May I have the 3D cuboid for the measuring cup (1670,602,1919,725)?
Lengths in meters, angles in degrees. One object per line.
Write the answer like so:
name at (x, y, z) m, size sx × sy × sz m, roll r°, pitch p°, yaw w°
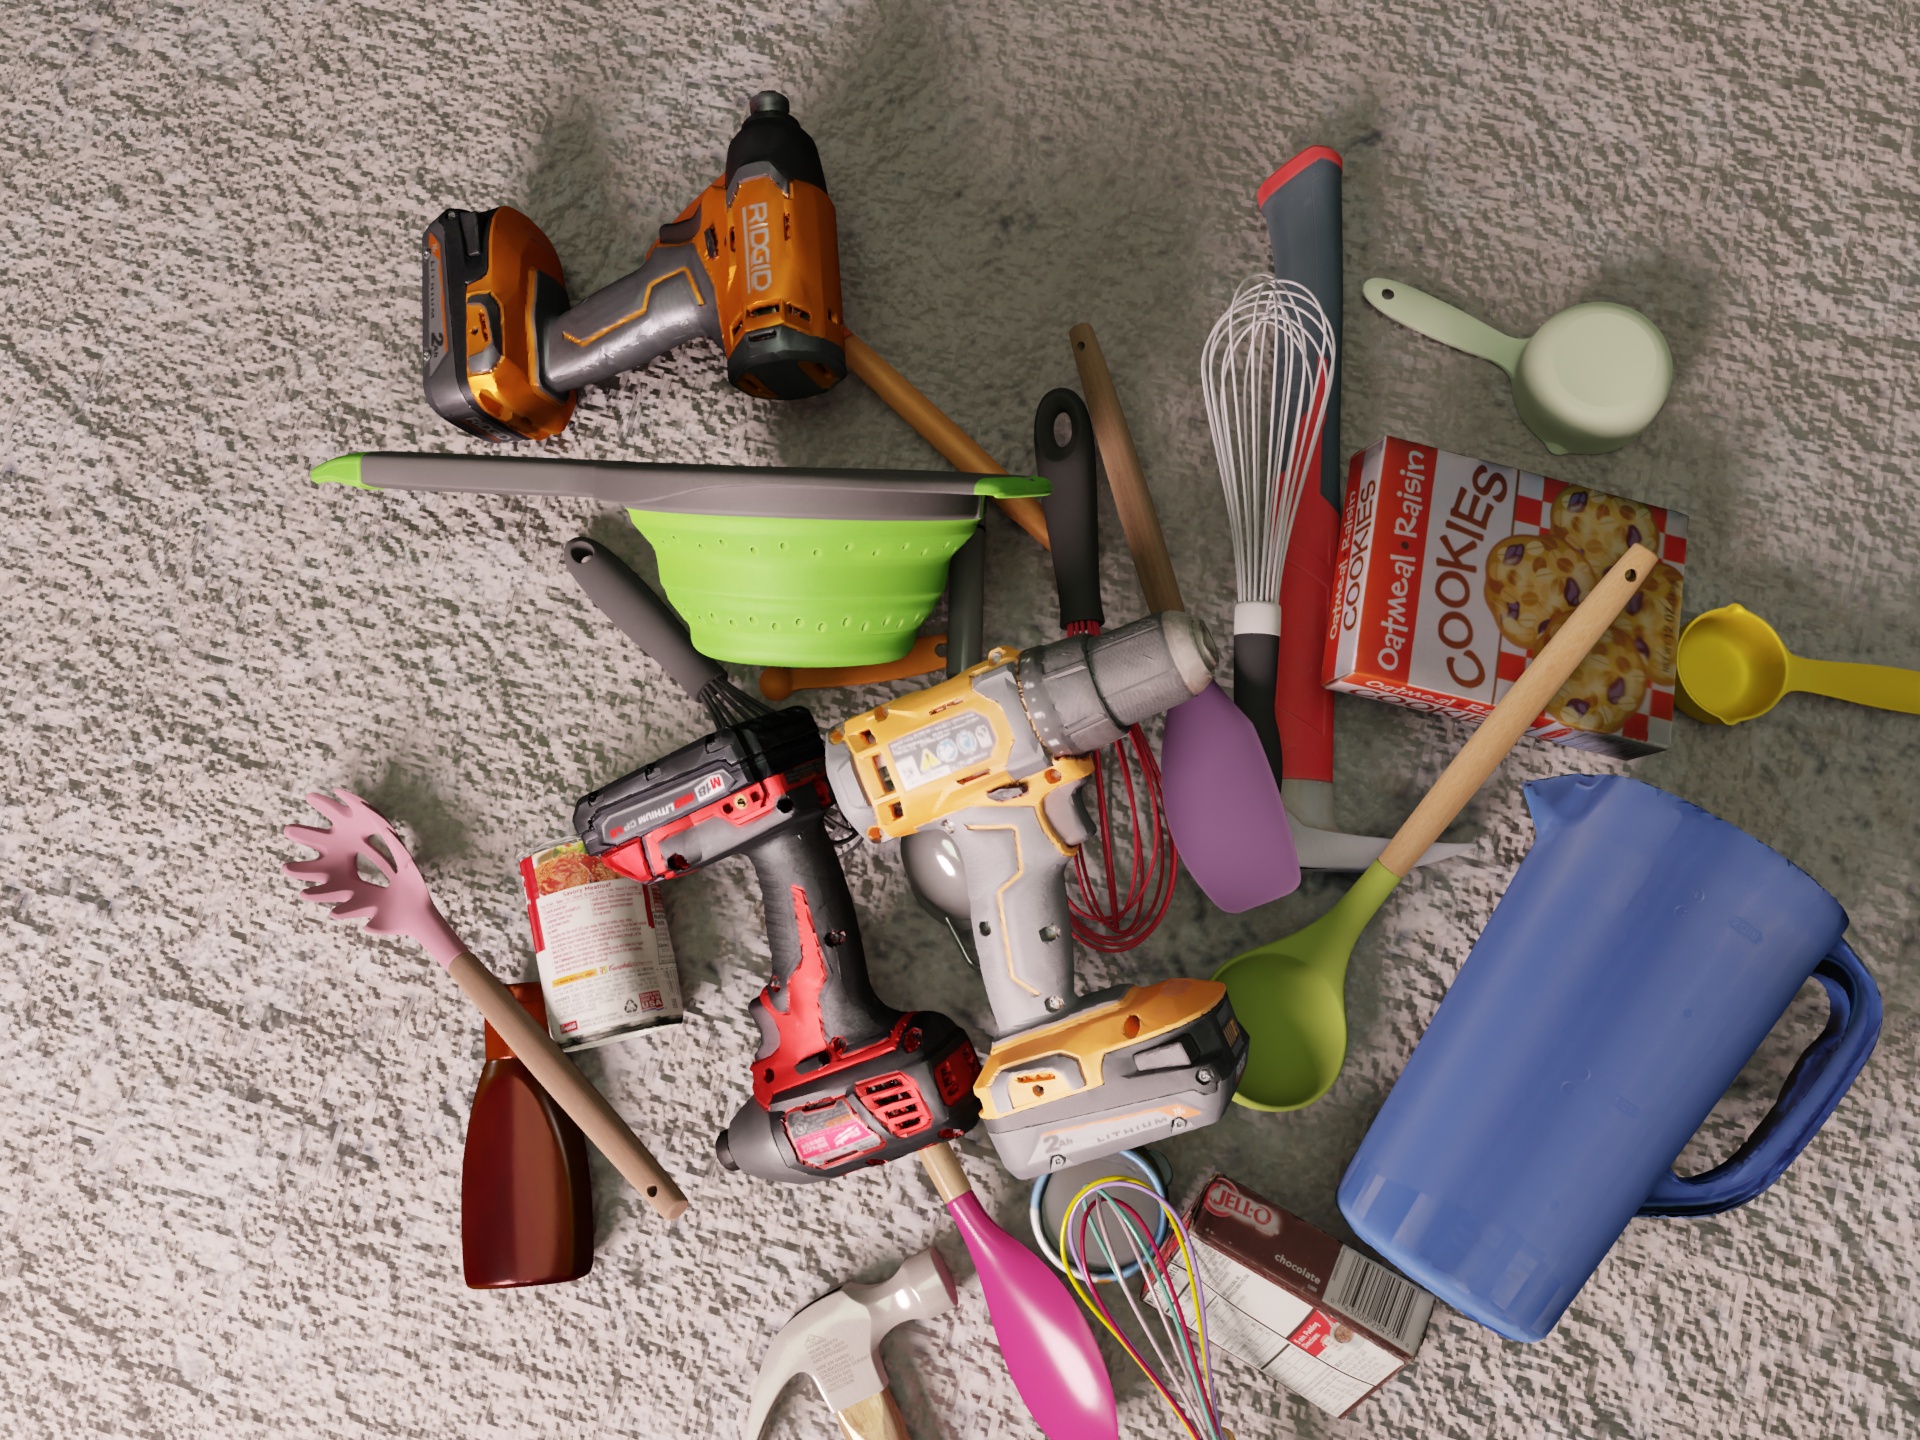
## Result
measuring cup at (0.427, -0.018, 0.798) m, size 0.156 × 0.029 × 0.062 m, roll 9°, pitch 80°, yaw -4°

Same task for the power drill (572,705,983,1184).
power drill at (-0.091, 0.116, 0.770) m, size 0.143 × 0.078 × 0.220 m, roll -25°, pitch 89°, yaw 24°

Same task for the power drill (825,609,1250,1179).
power drill at (0.058, 0.072, 0.721) m, size 0.185 × 0.084 × 0.226 m, roll -23°, pitch 87°, yaw 19°

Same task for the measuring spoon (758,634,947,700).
measuring spoon at (-0.052, -0.030, 0.854) m, size 0.117 × 0.011 × 0.021 m, roll -11°, pitch 79°, yaw 4°

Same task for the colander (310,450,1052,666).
colander at (-0.155, -0.084, 0.808) m, size 0.397 × 0.204 × 0.094 m, roll 5°, pitch 100°, yaw 17°

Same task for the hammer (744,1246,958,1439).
hammer at (-0.002, 0.433, 0.753) m, size 0.130 × 0.031 × 0.331 m, roll -26°, pitch 78°, yaw 1°

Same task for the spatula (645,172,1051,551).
spatula at (-0.045, -0.189, 0.880) m, size 0.323 × 0.041 × 0.081 m, roll 44°, pitch 88°, yaw 8°

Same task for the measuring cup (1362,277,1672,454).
measuring cup at (0.291, -0.201, 0.834) m, size 0.167 × 0.038 × 0.083 m, roll 27°, pitch 84°, yaw 8°

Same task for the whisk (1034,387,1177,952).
whisk at (0.065, -0.030, 0.811) m, size 0.073 × 0.073 × 0.296 m, roll -6°, pitch 79°, yaw 5°

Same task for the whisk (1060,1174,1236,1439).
whisk at (0.102, 0.311, 0.720) m, size 0.047 × 0.051 × 0.245 m, roll -32°, pitch 105°, yaw -36°

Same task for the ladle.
ladle at (0.219, 0.052, 0.743) m, size 0.078 × 0.062 × 0.320 m, roll 35°, pitch 104°, yaw 0°

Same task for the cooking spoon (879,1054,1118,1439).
cooking spoon at (-0.014, 0.214, 0.791) m, size 0.068 × 0.017 × 0.319 m, roll -45°, pitch 68°, yaw 41°

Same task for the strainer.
strainer at (-0.001, -0.003, 0.821) m, size 0.087 × 0.050 × 0.258 m, roll -10°, pitch 72°, yaw 38°

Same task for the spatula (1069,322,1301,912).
spatula at (0.098, -0.059, 0.784) m, size 0.060 × 0.018 × 0.316 m, roll -25°, pitch 69°, yaw 31°

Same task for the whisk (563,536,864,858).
whisk at (-0.136, -0.016, 0.847) m, size 0.055 × 0.055 × 0.239 m, roll -44°, pitch 74°, yaw -3°

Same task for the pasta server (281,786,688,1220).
pasta server at (-0.239, 0.137, 0.790) m, size 0.316 × 0.040 × 0.060 m, roll 38°, pitch 95°, yaw 30°

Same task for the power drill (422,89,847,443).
power drill at (-0.172, -0.242, 0.854) m, size 0.226 × 0.084 × 0.164 m, roll -7°, pitch 78°, yaw 17°

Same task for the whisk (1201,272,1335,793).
whisk at (0.148, -0.081, 0.783) m, size 0.070 × 0.070 × 0.285 m, roll 2°, pitch 85°, yaw 7°

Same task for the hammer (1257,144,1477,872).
hammer at (0.196, -0.115, 0.830) m, size 0.143 × 0.038 × 0.386 m, roll 3°, pitch 80°, yaw 6°
